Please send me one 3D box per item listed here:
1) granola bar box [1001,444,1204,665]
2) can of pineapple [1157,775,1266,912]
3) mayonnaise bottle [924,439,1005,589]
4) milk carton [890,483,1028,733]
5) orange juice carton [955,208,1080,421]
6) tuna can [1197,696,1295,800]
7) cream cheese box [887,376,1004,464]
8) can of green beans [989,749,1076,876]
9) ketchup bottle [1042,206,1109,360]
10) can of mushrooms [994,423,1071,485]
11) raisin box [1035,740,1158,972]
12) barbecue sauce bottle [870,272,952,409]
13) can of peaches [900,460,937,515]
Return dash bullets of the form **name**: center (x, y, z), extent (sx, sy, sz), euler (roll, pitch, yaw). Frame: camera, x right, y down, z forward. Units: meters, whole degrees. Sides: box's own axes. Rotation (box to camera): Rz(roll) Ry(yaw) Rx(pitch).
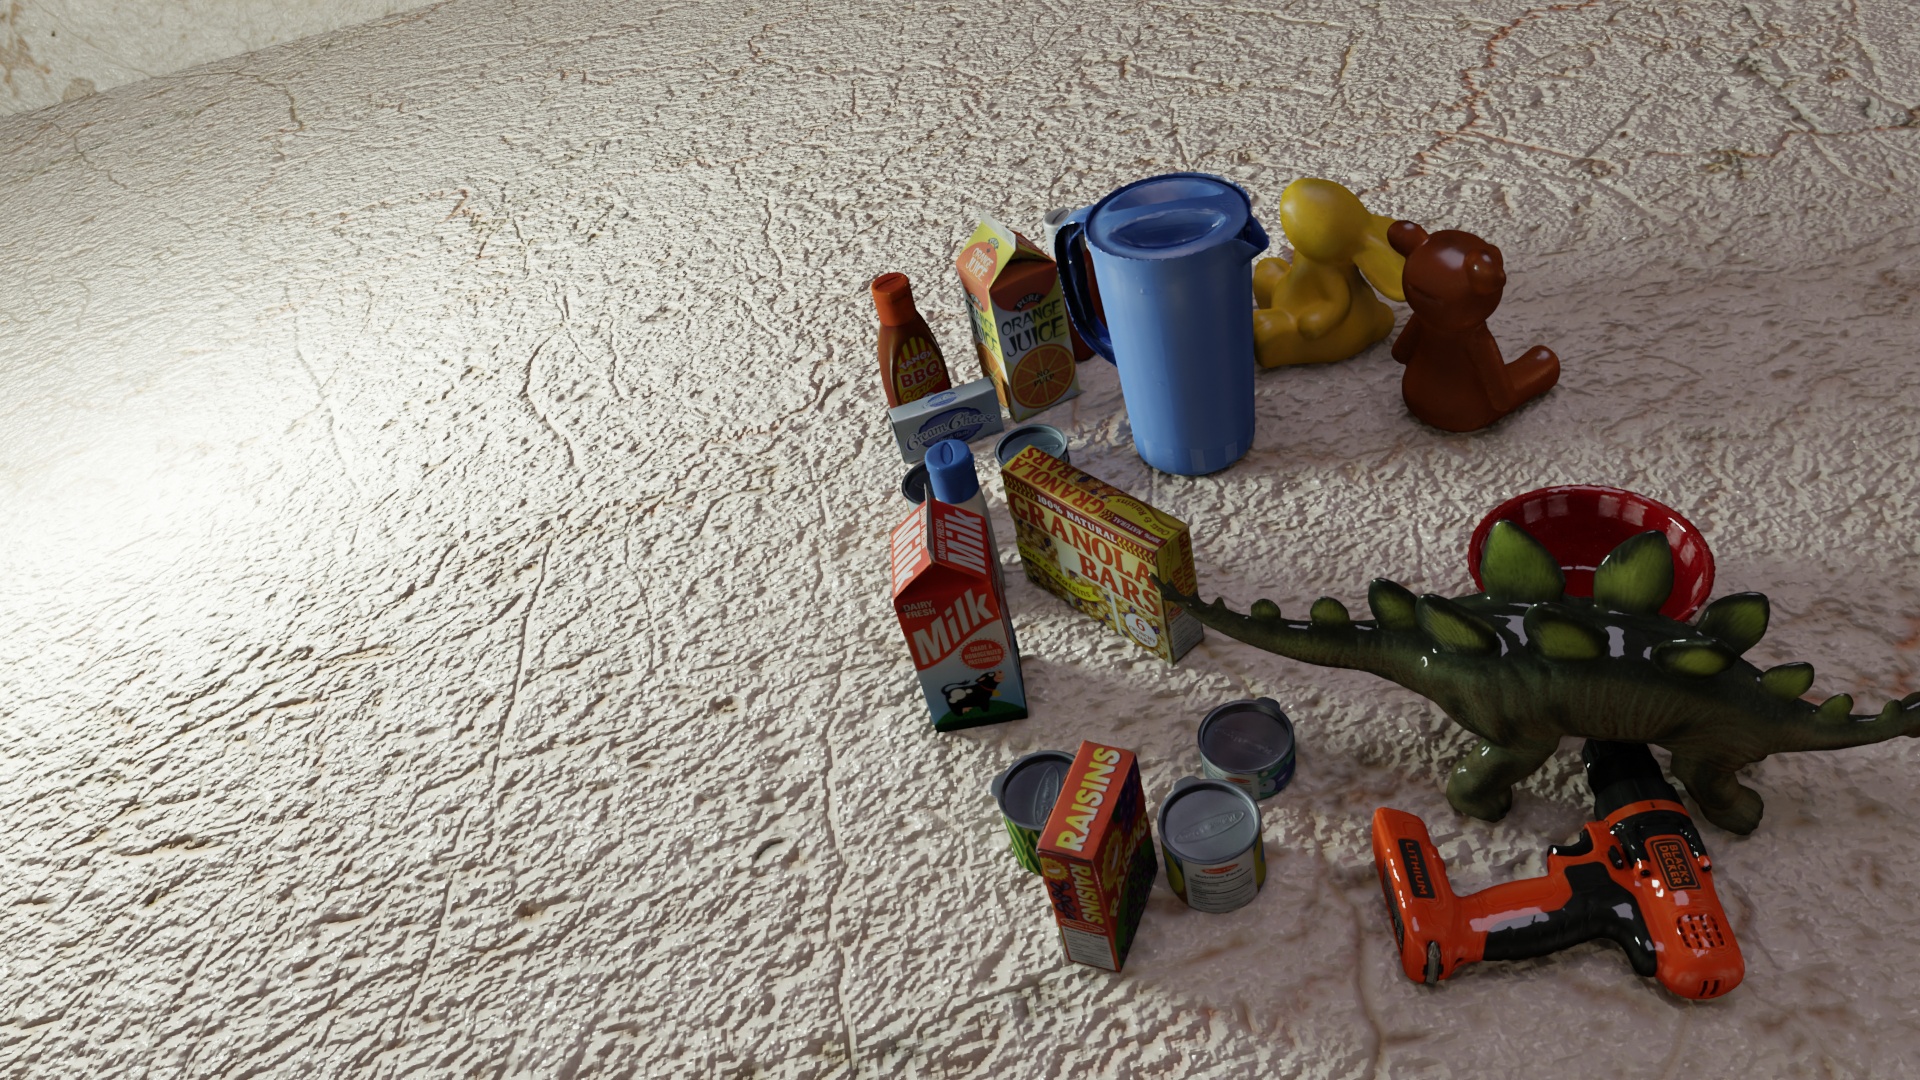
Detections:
- **granola bar box**: center (0.109, 0.010, 1.079), extent (0.039, 0.123, 0.166), euler (-38, 46, -24)
- **can of pineapple**: center (0.164, 0.197, 0.903), extent (0.071, 0.057, 0.071), euler (-9, 41, 8)
- **mayonnaise bottle**: center (0.004, -0.014, 1.119), extent (0.041, 0.147, 0.065), euler (-12, 41, 4)
- **milk carton**: center (-0.004, 0.051, 1.017), extent (0.073, 0.189, 0.073), euler (-11, 41, 5)
- **orange juice carton**: center (0.052, -0.214, 1.296), extent (0.073, 0.191, 0.072), euler (-25, 42, -11)
- **tuna can**: center (0.201, 0.144, 0.970), extent (0.071, 0.032, 0.071), euler (-9, 41, 8)
- **cream cheese box**: center (-0.013, -0.113, 1.307), extent (0.104, 0.053, 0.024), euler (-19, 41, -4)
- **can of green beans**: center (0.062, 0.186, 0.946), extent (0.071, 0.057, 0.071), euler (-9, 41, 8)
- **ketchup bottle**: center (0.111, -0.251, 1.352), extent (0.043, 0.148, 0.065), euler (16, 50, 31)
- **can of mushrooms**: center (0.066, -0.071, 1.252), extent (0.071, 0.033, 0.071), euler (-9, 41, 8)
- **raisin box**: center (0.088, 0.199, 0.874), extent (0.040, 0.122, 0.086), euler (8, 46, 25)
- **barbecue sauce bottle**: center (-0.051, -0.185, 1.327), extent (0.065, 0.147, 0.044), euler (-28, 42, -14)
- **can of peaches**: center (-0.012, -0.033, 1.214), extent (0.071, 0.057, 0.071), euler (-9, 41, 8)
